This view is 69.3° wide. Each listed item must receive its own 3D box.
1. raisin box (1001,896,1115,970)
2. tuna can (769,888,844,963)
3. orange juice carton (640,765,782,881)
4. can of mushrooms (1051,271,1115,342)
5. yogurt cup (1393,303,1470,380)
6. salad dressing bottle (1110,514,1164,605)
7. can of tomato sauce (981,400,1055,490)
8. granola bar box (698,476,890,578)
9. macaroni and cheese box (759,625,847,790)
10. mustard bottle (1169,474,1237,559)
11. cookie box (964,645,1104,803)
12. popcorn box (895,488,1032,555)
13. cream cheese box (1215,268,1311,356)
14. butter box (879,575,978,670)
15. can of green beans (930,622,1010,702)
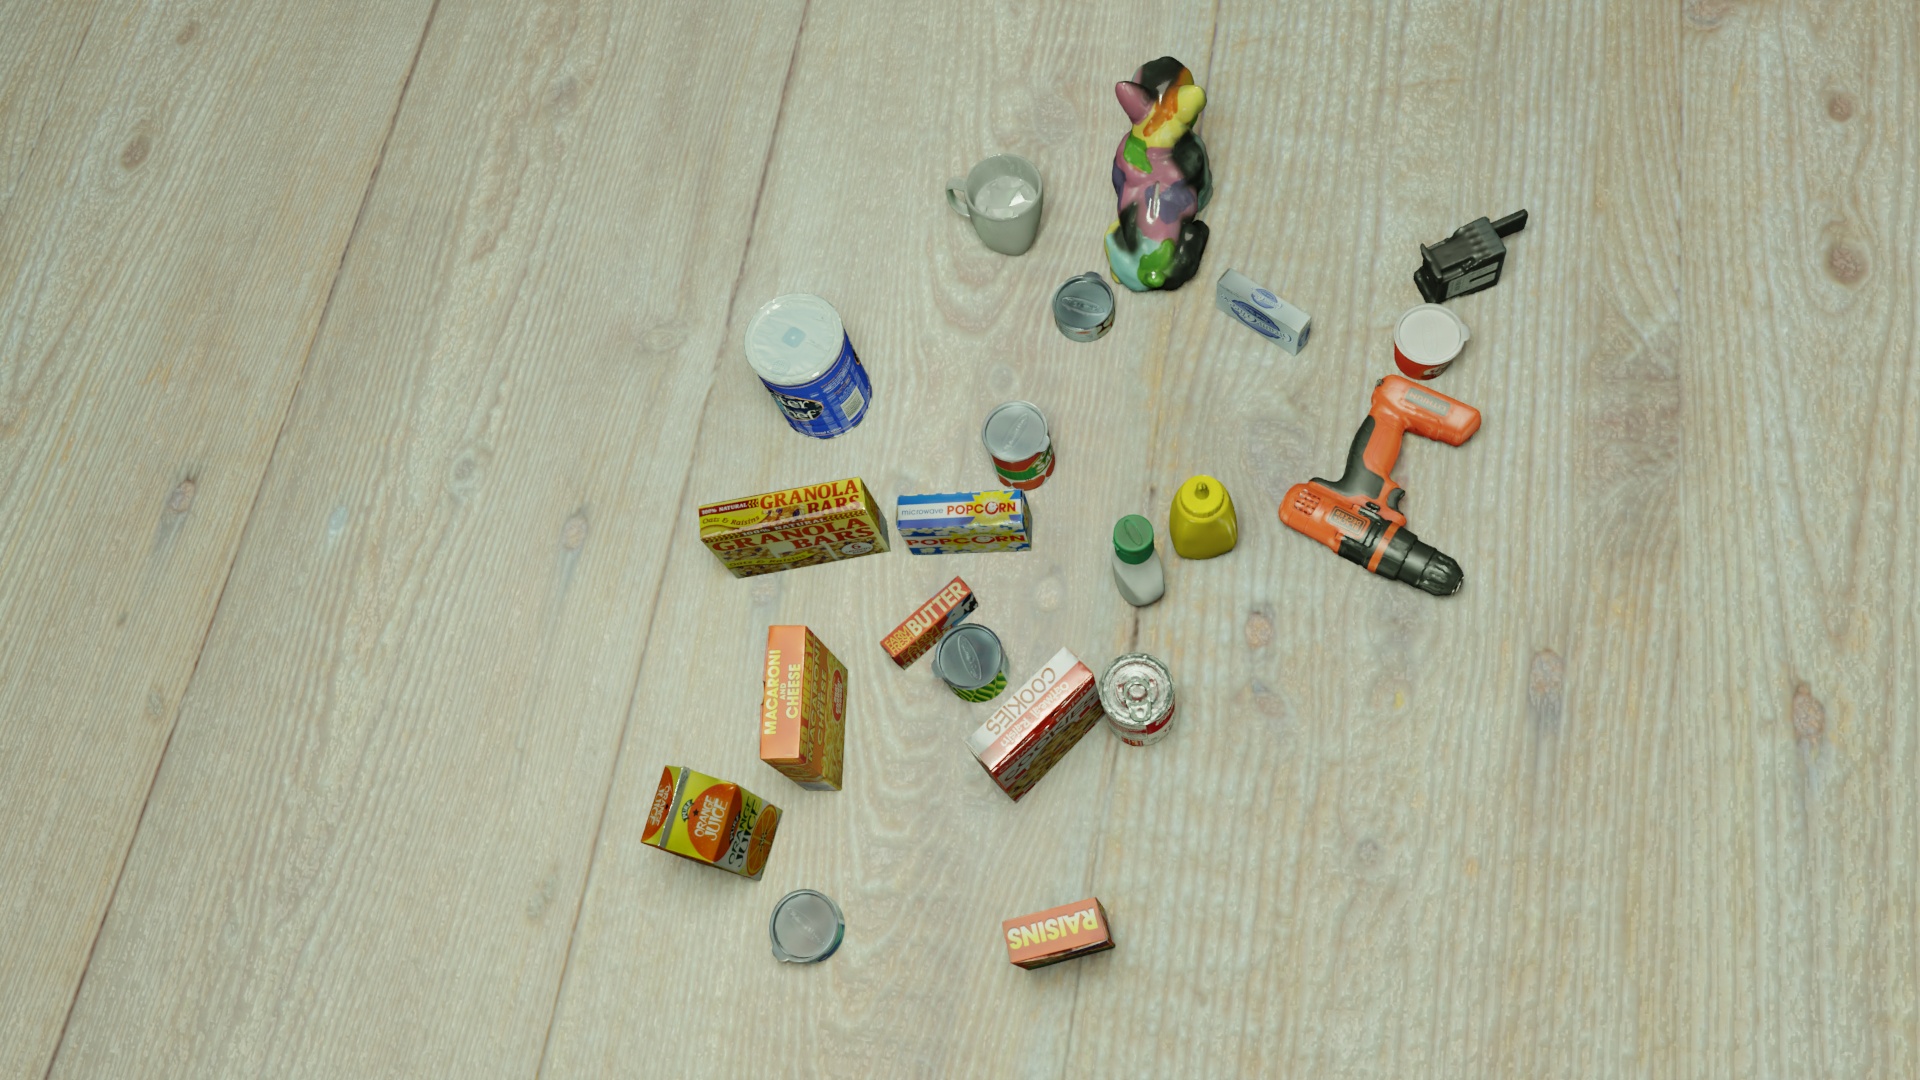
[{"bbox_3d":[0.087,0.346,1.217,0.086,0.123,0.040,-15,69,4],"label":"raisin box"},{"bbox_3d":[-0.144,0.363,1.298,0.071,0.032,0.071,-3,69,8],"label":"tuna can"},{"bbox_3d":[-0.230,0.257,1.266,0.073,0.192,0.072,12,73,13],"label":"orange juice carton"},{"bbox_3d":[0.133,-0.249,1.481,0.071,0.033,0.071,-3,69,8],"label":"can of mushrooms"},{"bbox_3d":[0.468,-0.196,1.396,0.072,0.053,0.072,-3,69,8],"label":"yogurt cup"},{"bbox_3d":[0.166,0.018,1.314,0.044,0.147,0.064,-28,68,-1],"label":"salad dressing bottle"},{"bbox_3d":[0.062,-0.094,1.408,0.071,0.083,0.071,-3,70,8],"label":"can of tomato sauce"},{"bbox_3d":[-0.164,-0.012,1.392,0.165,0.124,0.039,-10,69,6],"label":"granola bar box"},{"bbox_3d":[-0.145,0.160,1.302,0.040,0.166,0.124,-2,70,9],"label":"macaroni and cheese box"},{"bbox_3d":[0.230,-0.027,1.314,0.065,0.159,0.049,-10,69,6],"label":"mustard bottle"},{"bbox_3d":[0.072,0.171,1.262,0.123,0.167,0.040,-44,69,-7],"label":"cookie box"},{"bbox_3d":[0.005,-0.017,1.388,0.127,0.085,0.038,-3,70,8],"label":"popcorn box"},{"bbox_3d":[0.313,-0.236,1.436,0.104,0.053,0.024,37,80,20],"label":"cream cheese box"},{"bbox_3d":[-0.030,0.082,1.373,0.103,0.053,0.024,-40,69,-7],"label":"butter box"},{"bbox_3d":[0.012,0.120,1.350,0.071,0.057,0.071,-3,70,8],"label":"can of green beans"}]
